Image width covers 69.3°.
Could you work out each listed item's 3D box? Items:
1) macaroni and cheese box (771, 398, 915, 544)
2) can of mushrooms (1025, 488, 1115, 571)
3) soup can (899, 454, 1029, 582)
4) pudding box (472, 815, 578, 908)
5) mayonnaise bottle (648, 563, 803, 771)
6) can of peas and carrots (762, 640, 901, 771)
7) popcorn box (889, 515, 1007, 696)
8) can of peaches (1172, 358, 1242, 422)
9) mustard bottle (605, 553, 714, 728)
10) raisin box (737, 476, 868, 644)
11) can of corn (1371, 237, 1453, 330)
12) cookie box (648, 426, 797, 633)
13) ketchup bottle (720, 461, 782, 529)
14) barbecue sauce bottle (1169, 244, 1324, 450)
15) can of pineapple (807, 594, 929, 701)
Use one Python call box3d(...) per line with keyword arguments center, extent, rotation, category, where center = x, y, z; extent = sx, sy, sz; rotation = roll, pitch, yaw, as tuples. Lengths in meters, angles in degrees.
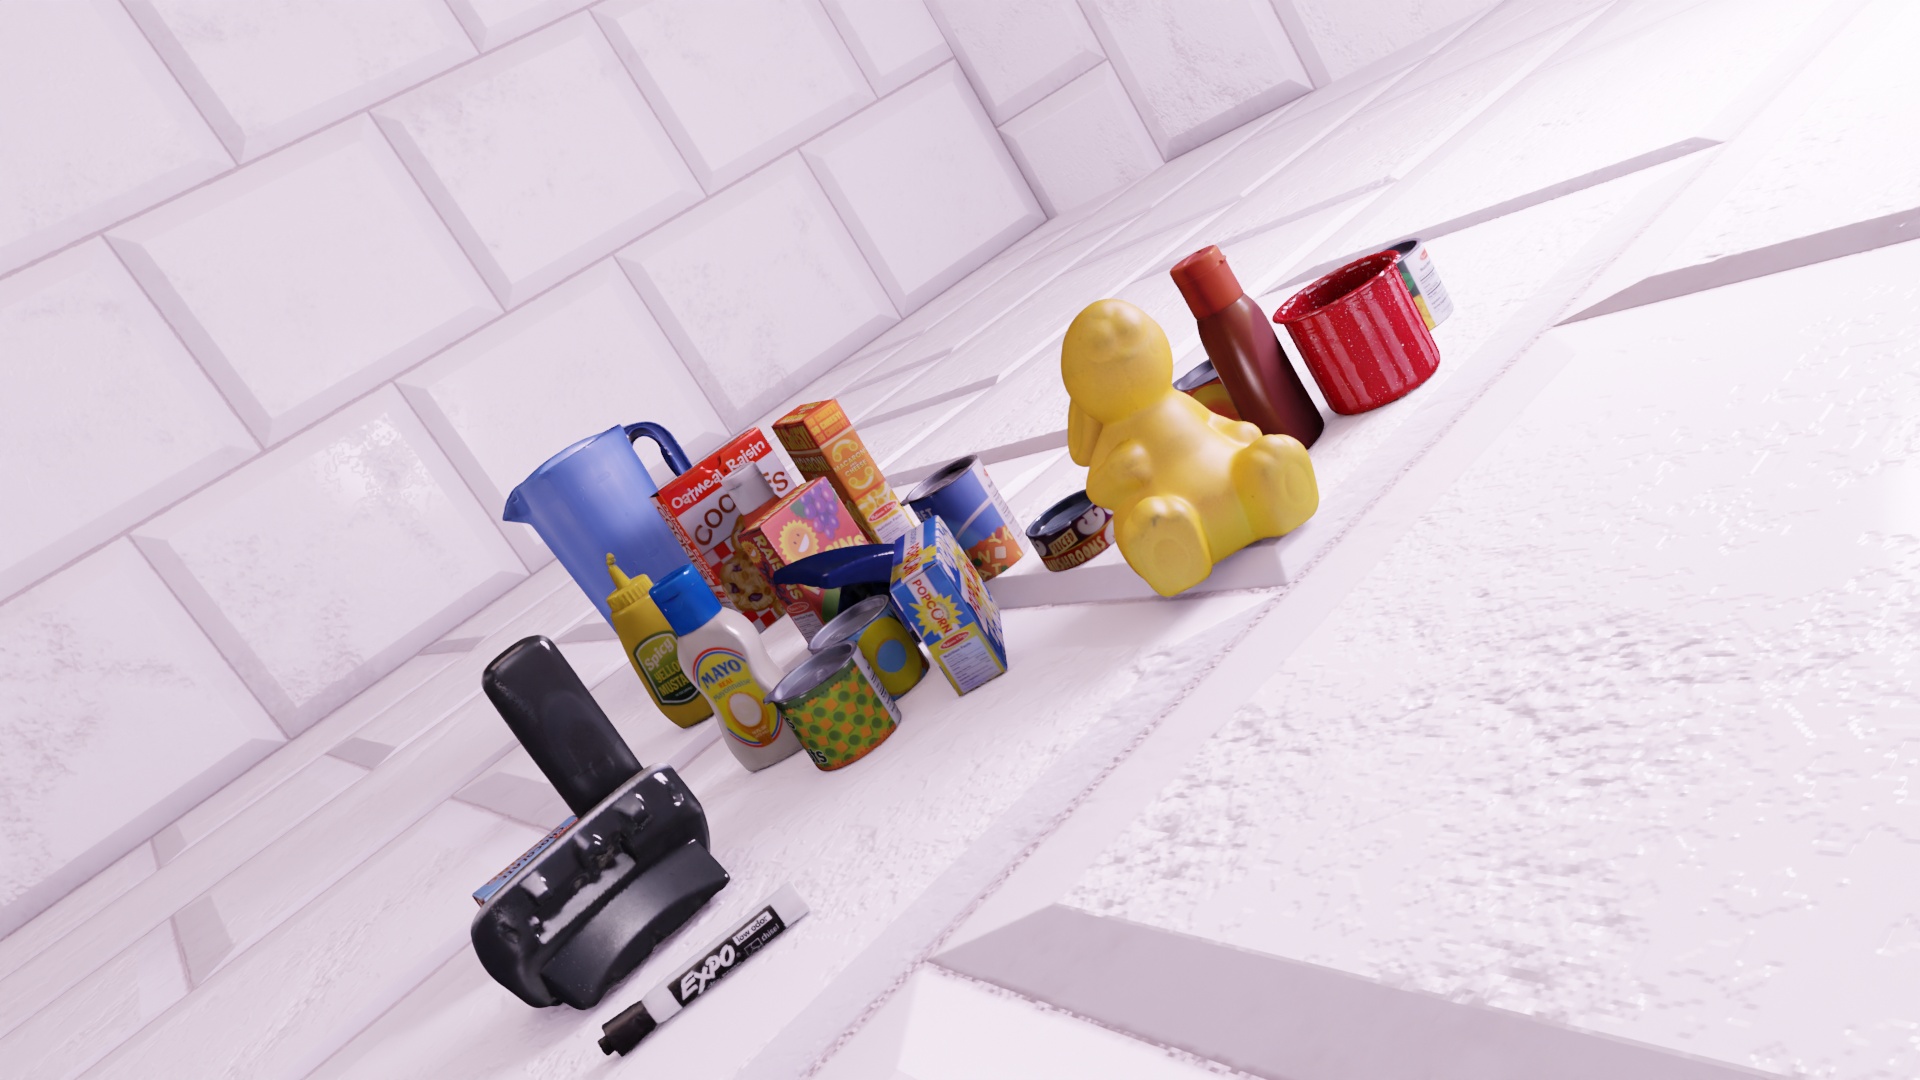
box3d(center=(-0.101, -0.046, 1.259), extent=(0.040, 0.166, 0.123), rotation=(-36, 14, -16), category="macaroni and cheese box")
box3d(center=(0.082, -0.007, 1.004), extent=(0.071, 0.033, 0.071), rotation=(-30, 13, 8), category="can of mushrooms")
box3d(center=(0.004, -0.014, 1.091), extent=(0.071, 0.083, 0.071), rotation=(-30, 13, 8), category="soup can")
box3d(center=(-0.273, 0.227, 0.921), extent=(0.084, 0.049, 0.030), rotation=(-40, 15, -30), category="pudding box")
box3d(center=(-0.160, 0.086, 0.961), extent=(0.064, 0.148, 0.041), rotation=(-29, 14, 15), category="mayonnaise bottle")
box3d(center=(-0.083, 0.109, 0.901), extent=(0.071, 0.058, 0.071), rotation=(-30, 13, 8), category="can of peas and carrots")
box3d(center=(-0.008, 0.040, 0.924), extent=(0.038, 0.085, 0.127), rotation=(-31, 13, 7), category="popcorn box")
box3d(center=(0.200, -0.104, 1.036), extent=(0.071, 0.058, 0.071), rotation=(-30, 13, 8), category="can of peaches")
box3d(center=(-0.255, 0.080, 1.166), extent=(0.065, 0.160, 0.049), rotation=(-31, 13, 4), category="mustard bottle")
box3d(center=(-0.115, 0.021, 1.144), extent=(0.040, 0.123, 0.086), rotation=(-18, 19, 47), category="raisin box")
box3d(center=(0.325, -0.184, 1.042), extent=(0.071, 0.058, 0.071), rotation=(-30, 13, 8), category="can of corn")
box3d(center=(-0.205, -0.009, 1.357), extent=(0.123, 0.167, 0.040), rotation=(-39, 15, -27), category="cookie box")
box3d(center=(-0.167, -0.003, 1.292), extent=(0.064, 0.148, 0.044), rotation=(-24, 16, 32), category="ketchup bottle")
box3d(center=(0.193, -0.127, 0.938), extent=(0.043, 0.148, 0.065), rotation=(-23, 16, 36), category="barbecue sauce bottle")
box3d(center=(-0.065, 0.081, 0.964), extent=(0.071, 0.057, 0.071), rotation=(-30, 13, 8), category="can of pineapple")
